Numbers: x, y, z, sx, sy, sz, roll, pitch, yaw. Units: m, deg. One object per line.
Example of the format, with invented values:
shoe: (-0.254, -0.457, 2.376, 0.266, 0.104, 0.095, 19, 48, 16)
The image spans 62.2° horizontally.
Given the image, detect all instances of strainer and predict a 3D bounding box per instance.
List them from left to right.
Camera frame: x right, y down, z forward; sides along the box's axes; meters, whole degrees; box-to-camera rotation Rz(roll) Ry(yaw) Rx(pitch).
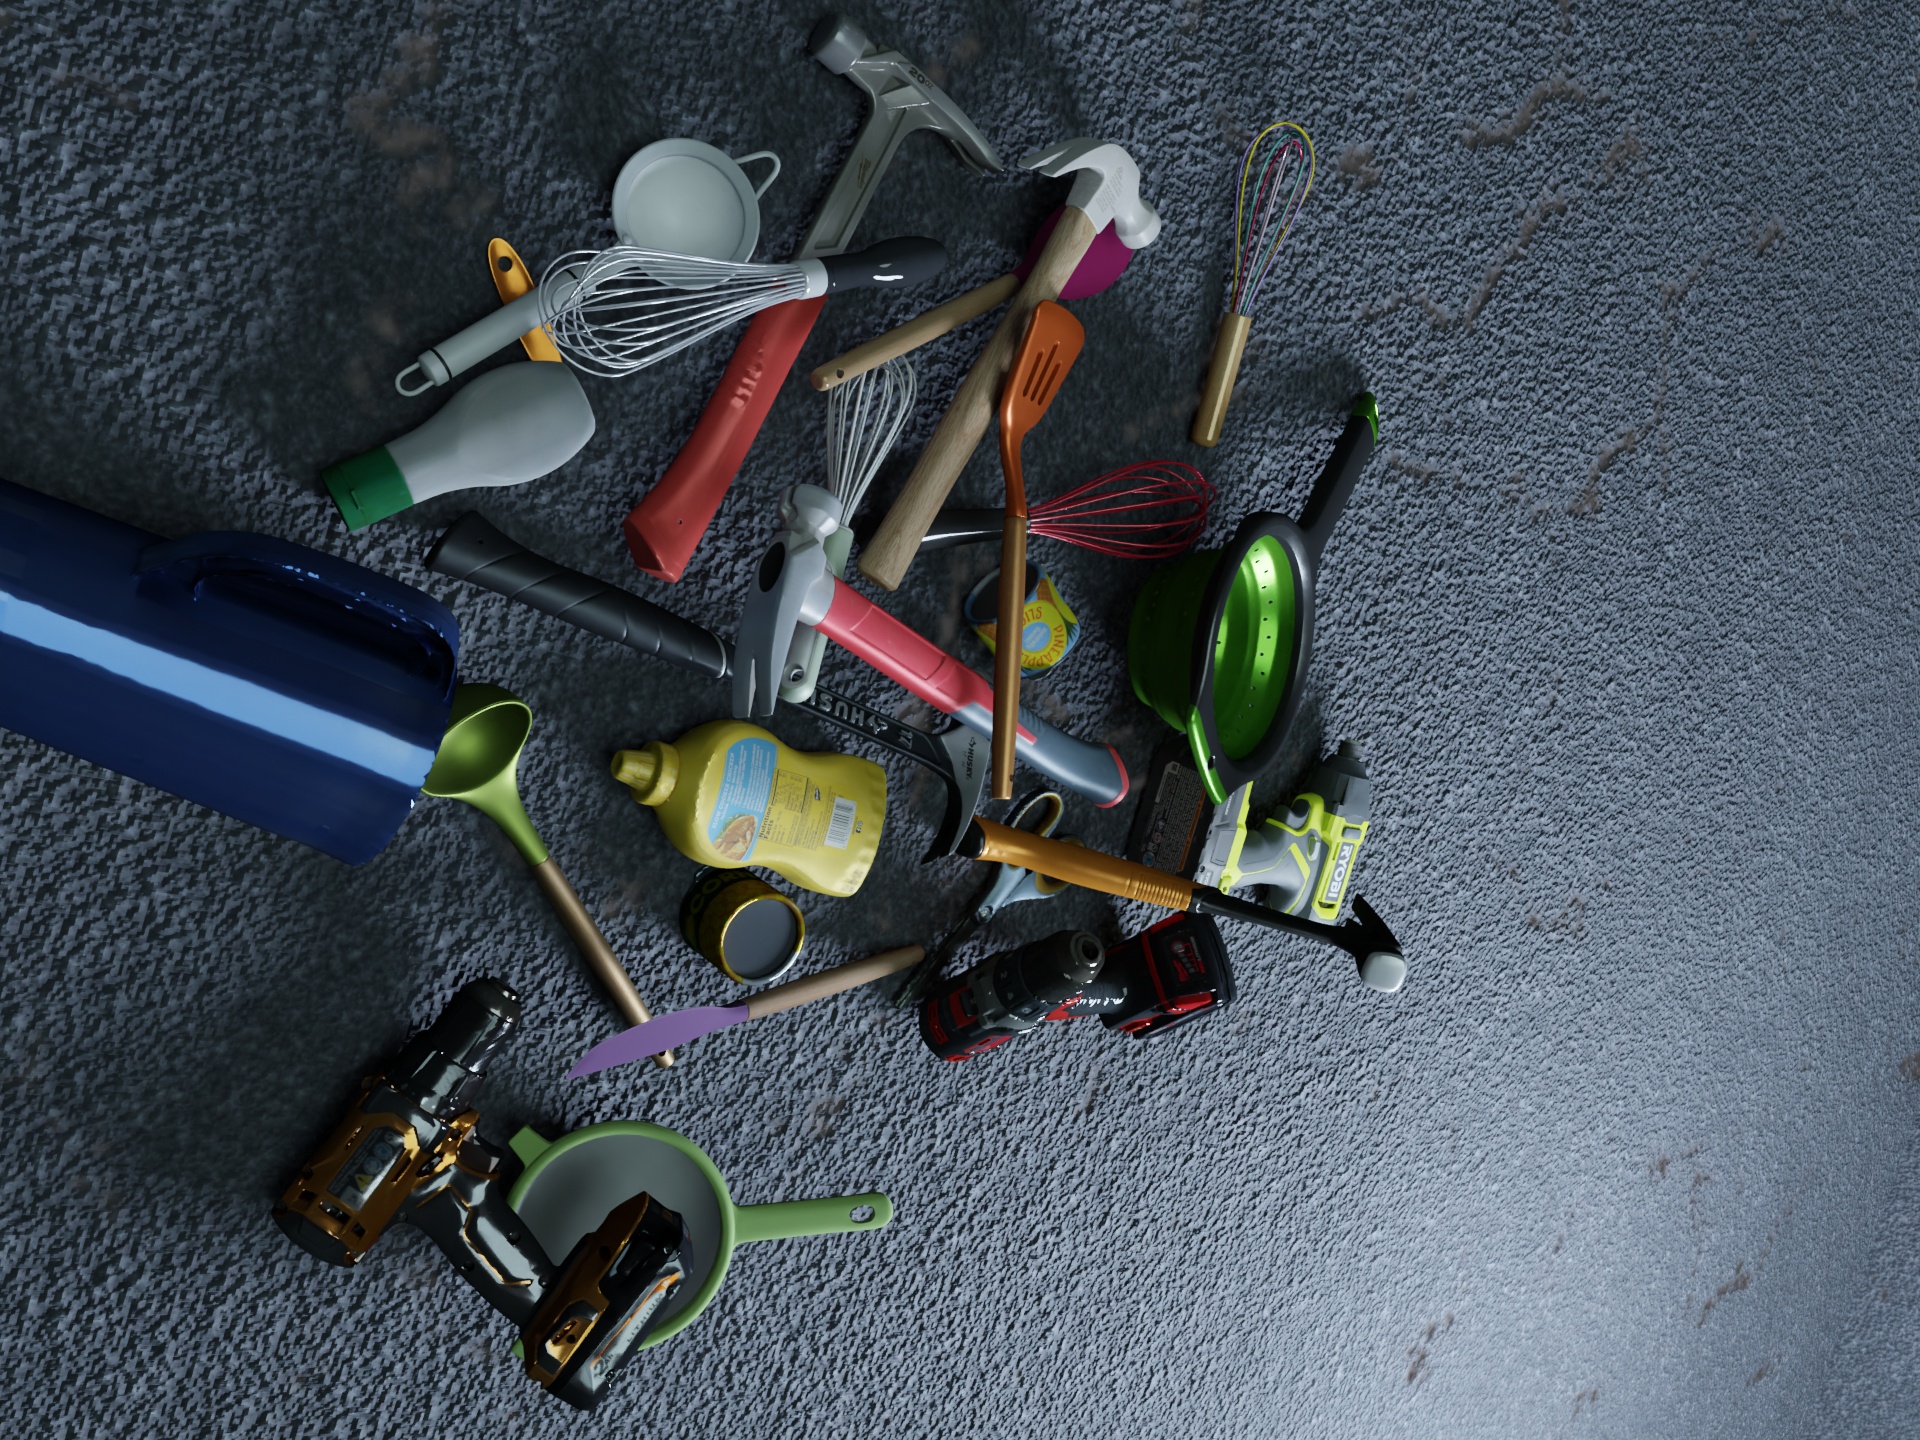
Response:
strainer: (-0.212, -0.256, 0.910, 0.258, 0.050, 0.086, -38, 104, -20)
strainer: (-0.176, 0.331, 1.064, 0.256, 0.069, 0.151, -1, 91, -15)

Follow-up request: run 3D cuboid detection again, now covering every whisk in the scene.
whisk: (-0.115, -0.250, 0.920, 0.284, 0.070, 0.070, -22, 115, -37)
whisk: (-0.078, -0.130, 1.016, 0.059, 0.058, 0.246, 57, 45, -76)
whisk: (0.061, -0.142, 1.132, 0.295, 0.073, 0.073, -9, 108, -27)
whisk: (0.219, -0.327, 1.202, 0.047, 0.051, 0.245, 5, 103, -42)

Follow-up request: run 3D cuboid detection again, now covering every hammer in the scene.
hammer: (-0.142, -0.030, 1.009, 0.408, 0.036, 0.149, 24, 57, -33)
hammer: (-0.101, -0.245, 0.985, 0.149, 0.037, 0.359, 32, 79, -37)
hammer: (-0.002, -0.003, 1.051, 0.385, 0.038, 0.143, 33, 63, -47)
hammer: (0.024, -0.235, 1.047, 0.331, 0.031, 0.130, -60, 146, -5)
hammer: (0.158, 0.124, 1.186, 0.337, 0.127, 0.034, 16, 103, -3)

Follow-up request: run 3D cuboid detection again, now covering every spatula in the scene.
spatula: (-0.126, 0.186, 1.061, 0.315, 0.018, 0.059, -8, 148, -52)
spatula: (0.043, -0.109, 1.045, 0.081, 0.041, 0.322, 7, 86, -64)

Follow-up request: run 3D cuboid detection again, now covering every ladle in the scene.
ladle: (-0.246, 0.110, 0.990, 0.078, 0.062, 0.319, -36, 124, -21)

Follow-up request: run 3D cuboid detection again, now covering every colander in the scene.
colander: (0.226, -0.120, 1.245, 0.397, 0.094, 0.204, -59, 143, -29)

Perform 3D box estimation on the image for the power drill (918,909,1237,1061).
power drill: (0.101, 0.193, 1.187, 0.226, 0.188, 0.080, -1, 65, -37)

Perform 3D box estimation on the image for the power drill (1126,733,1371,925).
power drill: (0.253, 0.087, 1.325, 0.223, 0.080, 0.171, 11, 98, -41)

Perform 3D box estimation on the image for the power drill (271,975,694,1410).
power drill: (-0.269, 0.283, 0.967, 0.226, 0.084, 0.185, 37, 81, -7)

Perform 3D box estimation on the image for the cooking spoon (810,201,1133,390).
cooking spoon: (0.018, -0.281, 1.056, 0.319, 0.017, 0.068, -36, 122, -35)

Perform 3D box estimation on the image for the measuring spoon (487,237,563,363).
measuring spoon: (-0.247, -0.222, 0.923, 0.021, 0.011, 0.116, -29, 115, -21)
